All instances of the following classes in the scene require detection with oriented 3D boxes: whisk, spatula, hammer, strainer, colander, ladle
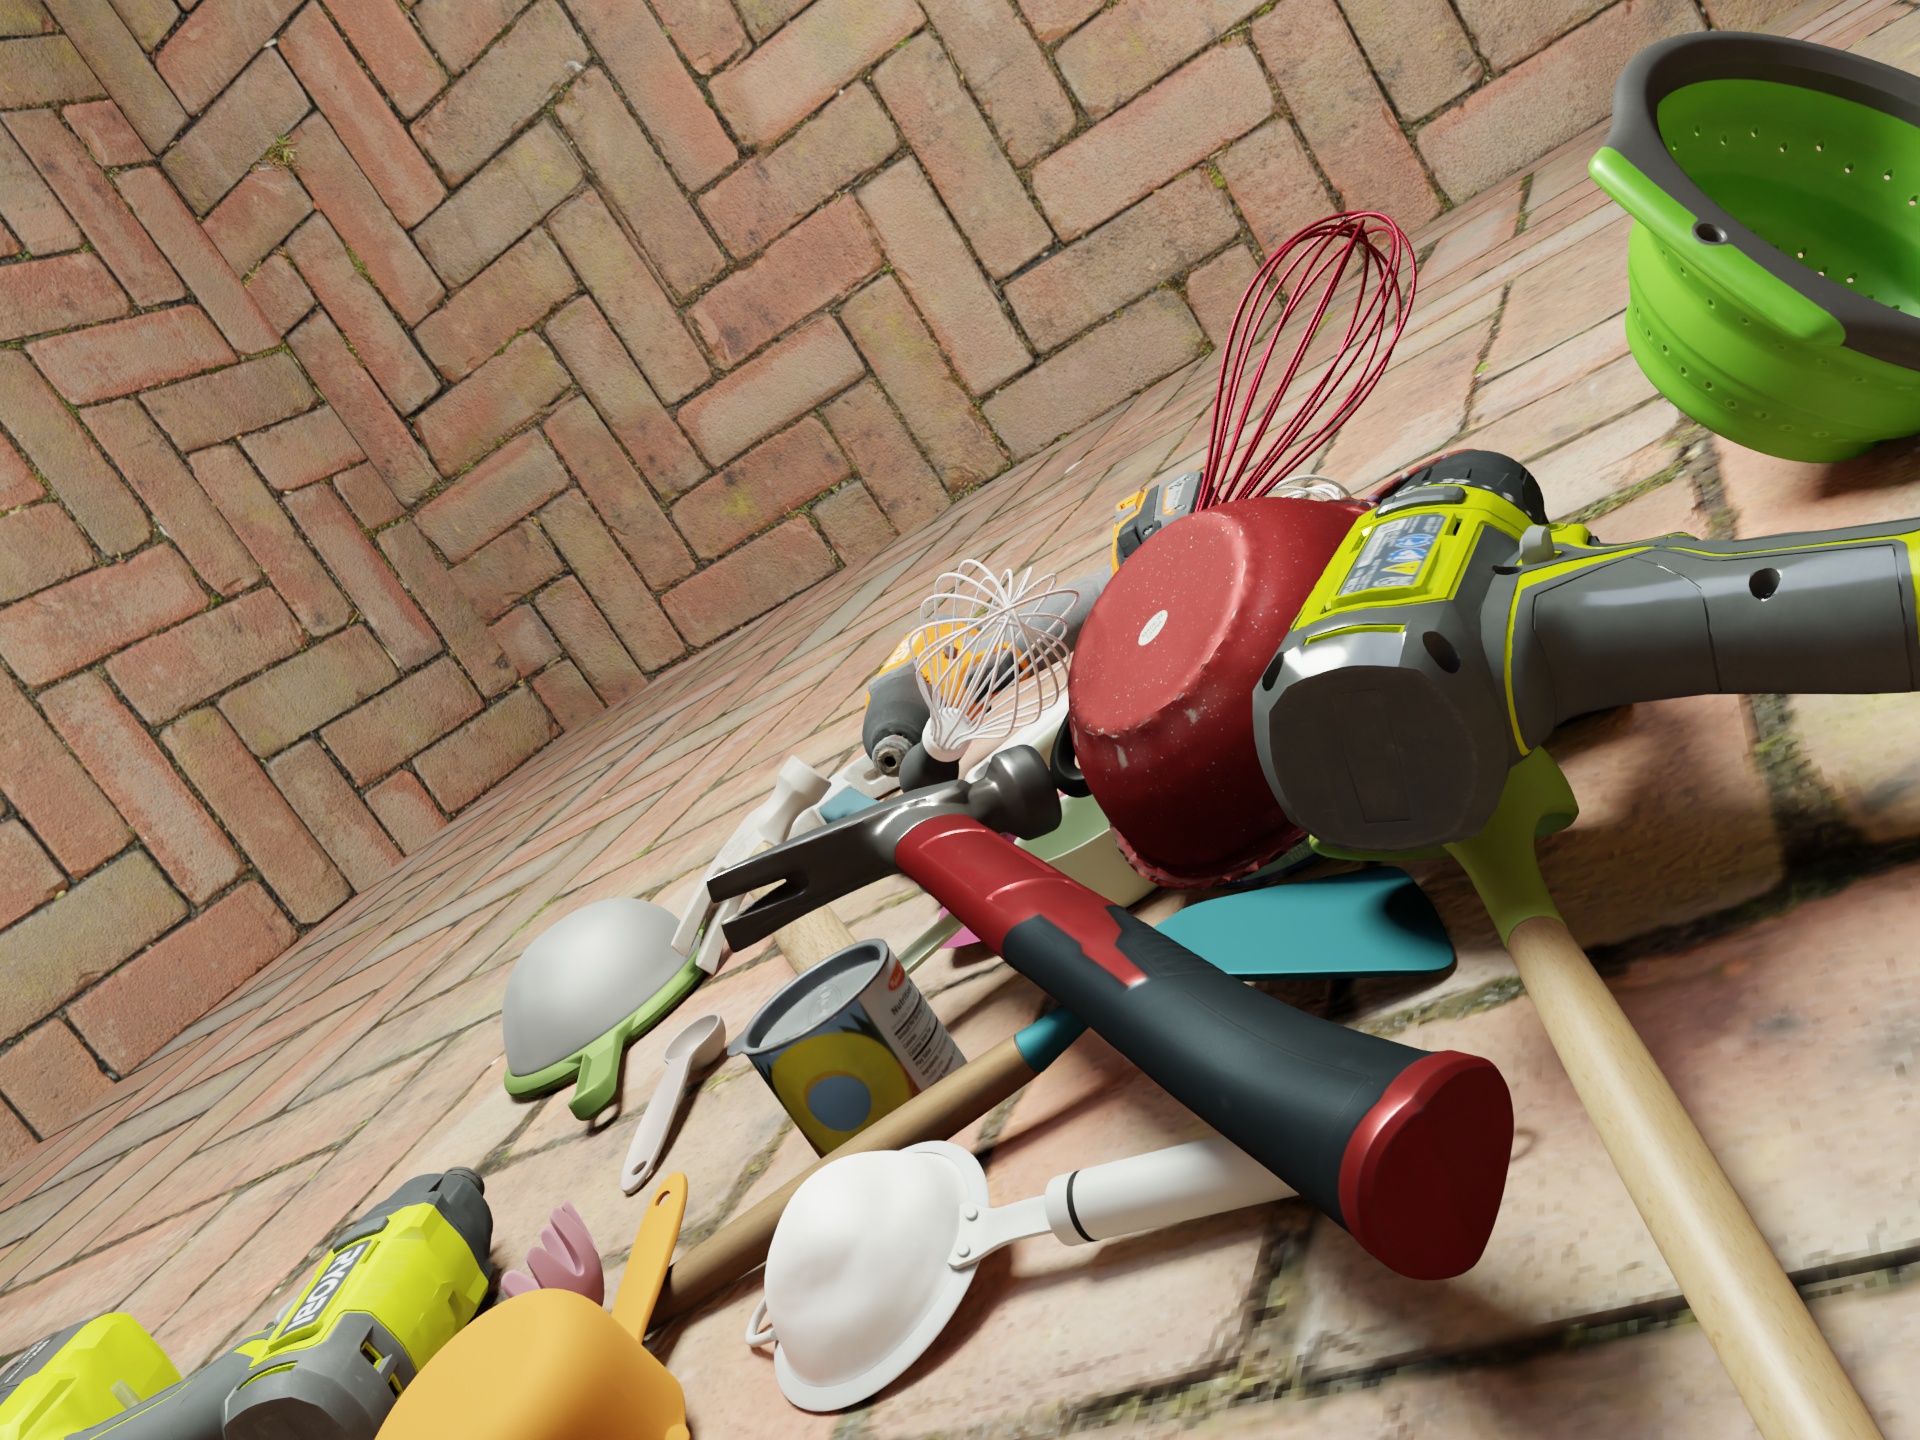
[{"bbox_3d":[0.115,-0.097,0.689,0.296,0.073,0.073,-61,17,-8],"label":"whisk"},{"bbox_3d":[-0.002,-0.002,0.712,0.070,0.070,0.284,-37,-8,-17],"label":"whisk"},{"bbox_3d":[0.008,0.132,0.522,0.317,0.044,0.082,-36,11,12],"label":"spatula"},{"bbox_3d":[-0.086,0.102,0.819,0.130,0.031,0.331,-53,18,-3],"label":"hammer"},{"bbox_3d":[0.024,0.132,0.434,0.258,0.050,0.087,-23,30,28],"label":"strainer"},{"bbox_3d":[0.392,-0.192,0.642,0.397,0.205,0.094,-22,-30,-28],"label":"colander"},{"bbox_3d":[0.018,0.070,0.466,0.143,0.038,0.386,-22,12,-13],"label":"hammer"},{"bbox_3d":[-0.216,0.158,0.902,0.151,0.069,0.256,-34,10,-5],"label":"strainer"},{"bbox_3d":[-0.046,0.063,0.932,0.128,0.033,0.331,-37,12,-12],"label":"hammer"},{"bbox_3d":[0.095,-0.035,0.796,0.246,0.059,0.058,-40,32,17],"label":"whisk"},{"bbox_3d":[0.140,0.075,0.365,0.078,0.062,0.320,-5,23,4],"label":"ladle"}]

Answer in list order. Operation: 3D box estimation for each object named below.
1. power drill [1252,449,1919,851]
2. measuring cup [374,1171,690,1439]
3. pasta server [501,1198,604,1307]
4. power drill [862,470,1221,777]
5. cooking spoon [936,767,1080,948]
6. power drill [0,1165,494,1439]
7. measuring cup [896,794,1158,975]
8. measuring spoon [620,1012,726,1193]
[{"bbox_3d":[0.204,-0.041,0.413,0.228,0.080,0.190,-7,23,30],"label":"power drill"},{"bbox_3d":[-0.126,0.191,0.501,0.095,0.052,0.174,-30,21,20],"label":"measuring cup"},{"bbox_3d":[-0.193,0.267,0.463,0.060,0.040,0.316,-52,-1,36],"label":"pasta server"},{"bbox_3d":[0.046,-0.042,0.886,0.226,0.084,0.164,-27,15,22],"label":"power drill"},{"bbox_3d":[0.072,0.023,0.810,0.069,0.017,0.319,-19,18,36],"label":"cooking spoon"},{"bbox_3d":[-0.302,0.272,0.657,0.223,0.080,0.171,-27,13,11],"label":"power drill"},{"bbox_3d":[0.027,0.079,0.654,0.167,0.038,0.083,-38,12,-13],"label":"measuring cup"},{"bbox_3d":[-0.132,0.179,0.738,0.034,0.018,0.124,-29,19,19],"label":"measuring spoon"}]
